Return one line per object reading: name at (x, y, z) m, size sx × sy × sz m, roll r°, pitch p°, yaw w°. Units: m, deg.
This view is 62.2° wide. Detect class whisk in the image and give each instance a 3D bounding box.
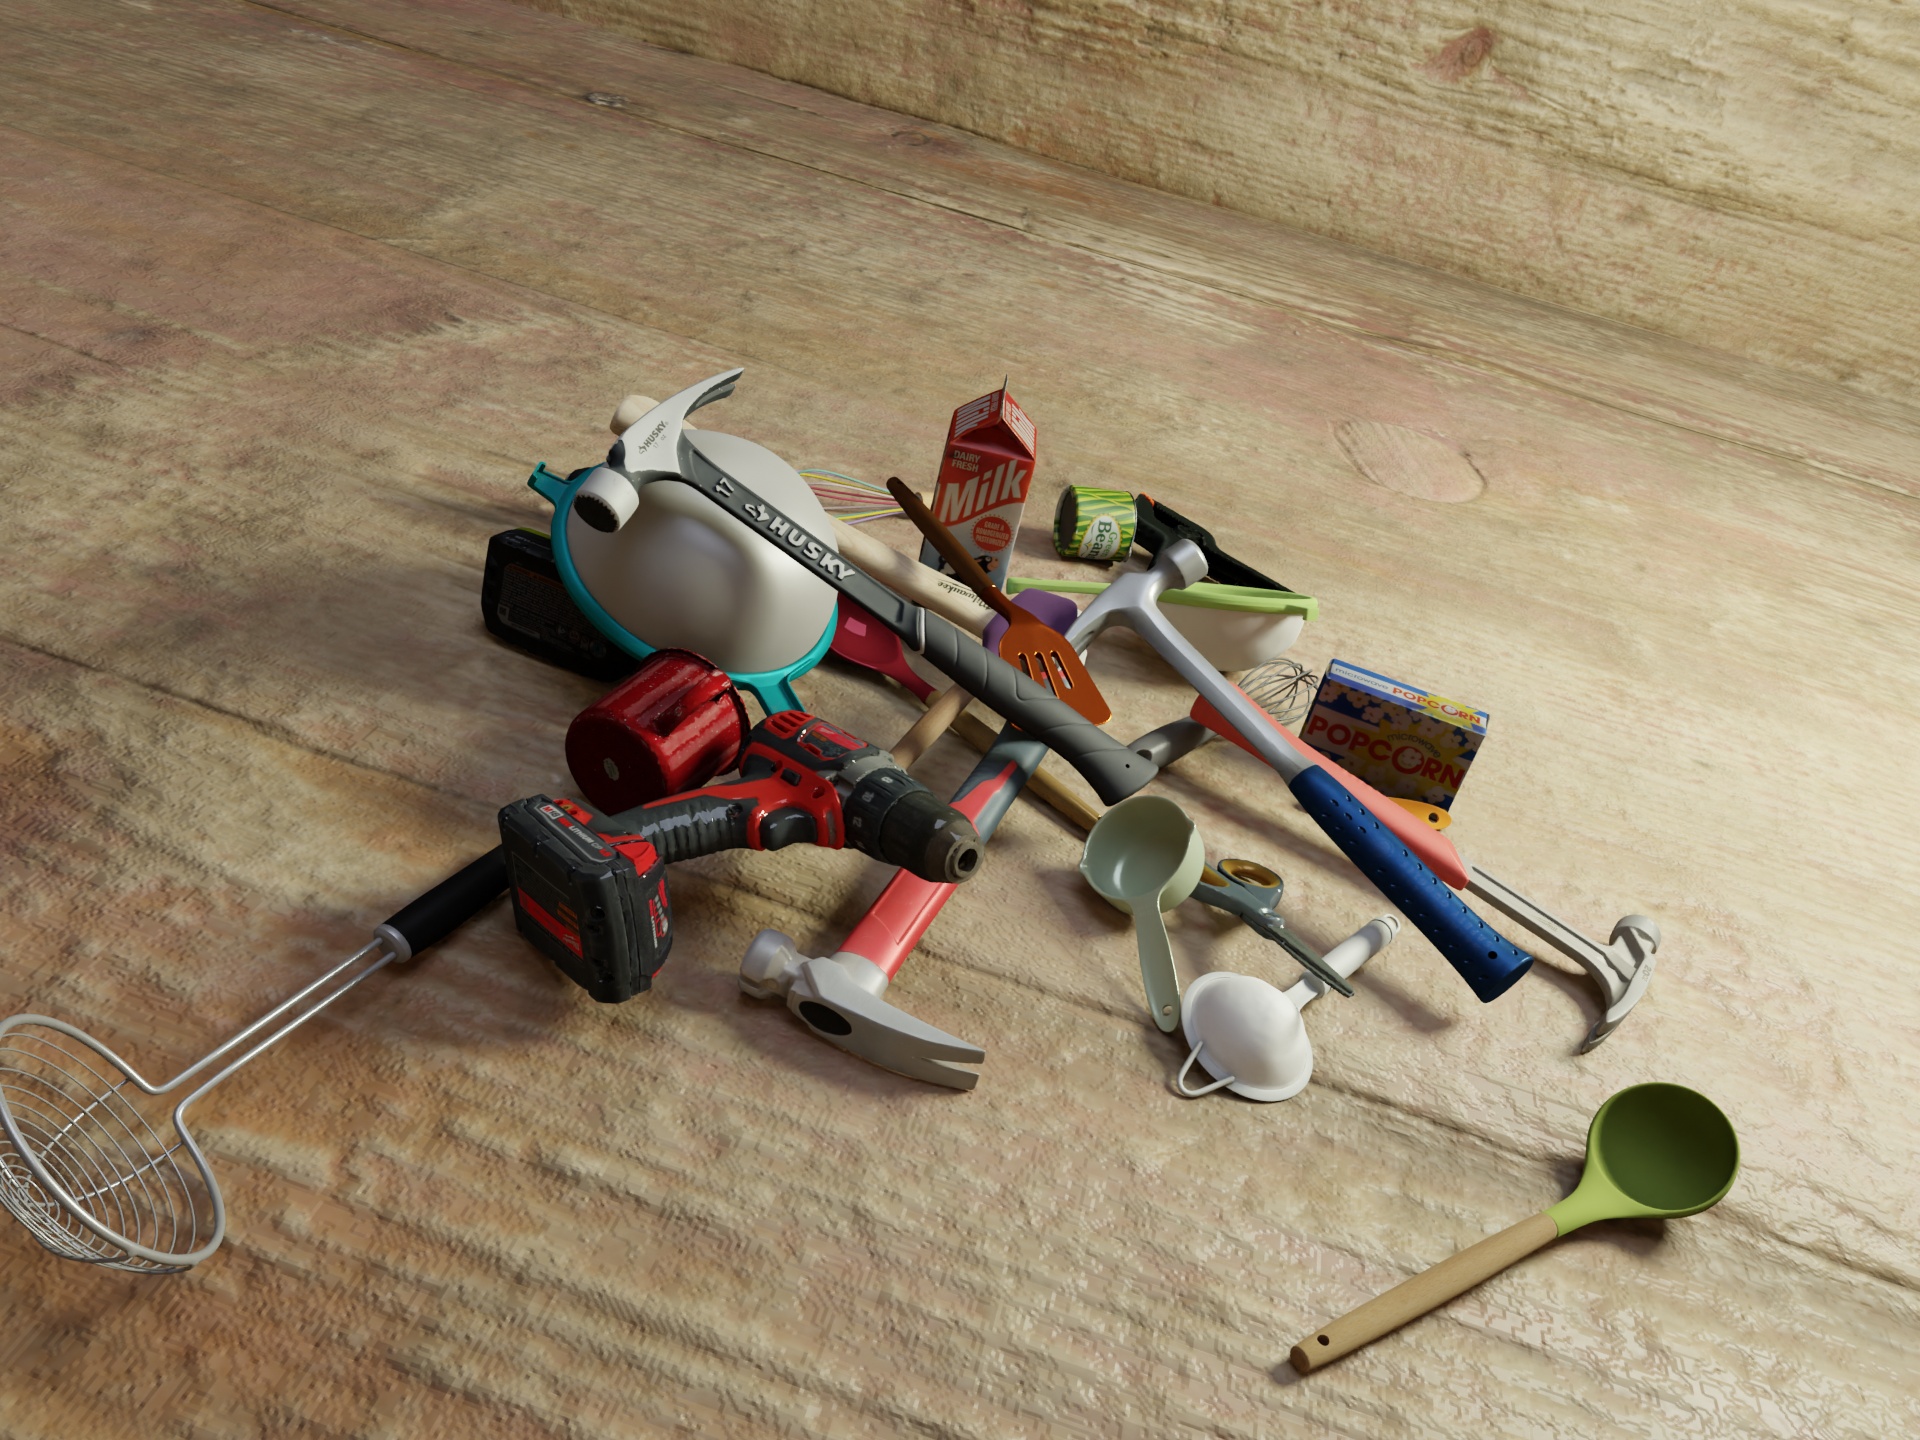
whisk at (-0.059, -0.202, 1.444) m, size 0.245 × 0.051 × 0.047 m, roll -1°, pitch 29°, yaw -31°
whisk at (0.202, 0.001, 1.230) m, size 0.239 × 0.055 × 0.055 m, roll -22°, pitch 47°, yaw -39°

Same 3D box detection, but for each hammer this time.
hammer at (-0.087, -0.132, 1.232) m, size 0.410 × 0.038 × 0.146 m, roll 29°, pitch 31°, yaw -4°
hammer at (-0.041, -0.073, 1.033) m, size 0.409 × 0.036 × 0.149 m, roll 35°, pitch 58°, yaw -8°
hammer at (0.015, 0.076, 1.006) m, size 0.143 × 0.038 × 0.386 m, roll 23°, pitch 36°, yaw 12°
hammer at (0.224, 0.035, 1.096) m, size 0.144 × 0.035 × 0.406 m, roll -34°, pitch 58°, yaw -11°
hammer at (0.311, 0.085, 1.112) m, size 0.359 × 0.036 × 0.149 m, roll 35°, pitch 36°, yaw 19°

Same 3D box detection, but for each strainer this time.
strainer at (0.214, 0.162, 0.977) m, size 0.087 × 0.050 × 0.258 m, roll 47°, pitch 38°, yaw 19°
strainer at (0.164, -0.080, 1.320) m, size 0.256 × 0.069 × 0.151 m, roll 4°, pitch 9°, yaw 3°
strainer at (-0.132, -0.080, 1.062) m, size 0.211 × 0.095 × 0.341 m, roll -11°, pitch 59°, yaw -41°

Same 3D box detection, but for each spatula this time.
spatula at (0.007, -0.022, 1.123) m, size 0.060 × 0.018 × 0.316 m, roll 19°, pitch 37°, yaw 20°
spatula at (0.009, -0.098, 1.192) m, size 0.081 × 0.041 × 0.323 m, roll -6°, pitch 36°, yaw -26°

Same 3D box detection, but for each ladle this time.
ladle at (0.293, 0.264, 0.829) m, size 0.320 × 0.062 × 0.078 m, roll -11°, pitch 37°, yaw -33°
ladle at (-0.002, -0.004, 1.163) m, size 0.069 × 0.031 × 0.316 m, roll -21°, pitch 47°, yaw -41°

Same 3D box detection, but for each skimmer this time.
skimmer at (-0.300, 0.125, 0.763) m, size 0.127 × 0.090 × 0.363 m, roll 51°, pitch 32°, yaw -3°

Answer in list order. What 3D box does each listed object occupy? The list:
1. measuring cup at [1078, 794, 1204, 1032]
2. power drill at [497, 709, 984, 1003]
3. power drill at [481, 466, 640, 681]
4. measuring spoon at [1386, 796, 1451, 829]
measuring cup at (0.124, 0.125, 0.995) m, size 0.038 × 0.083 × 0.168 m, roll 45°, pitch 30°, yaw -45°
power drill at (-0.117, 0.071, 0.884) m, size 0.226 × 0.080 × 0.188 m, roll -22°, pitch 32°, yaw -35°
power drill at (-0.257, -0.124, 1.199) m, size 0.190 × 0.080 × 0.228 m, roll 23°, pitch 29°, yaw 10°
measuring spoon at (0.315, 0.067, 1.197) m, size 0.117 × 0.021 × 0.011 m, roll 9°, pitch -12°, yaw -11°
